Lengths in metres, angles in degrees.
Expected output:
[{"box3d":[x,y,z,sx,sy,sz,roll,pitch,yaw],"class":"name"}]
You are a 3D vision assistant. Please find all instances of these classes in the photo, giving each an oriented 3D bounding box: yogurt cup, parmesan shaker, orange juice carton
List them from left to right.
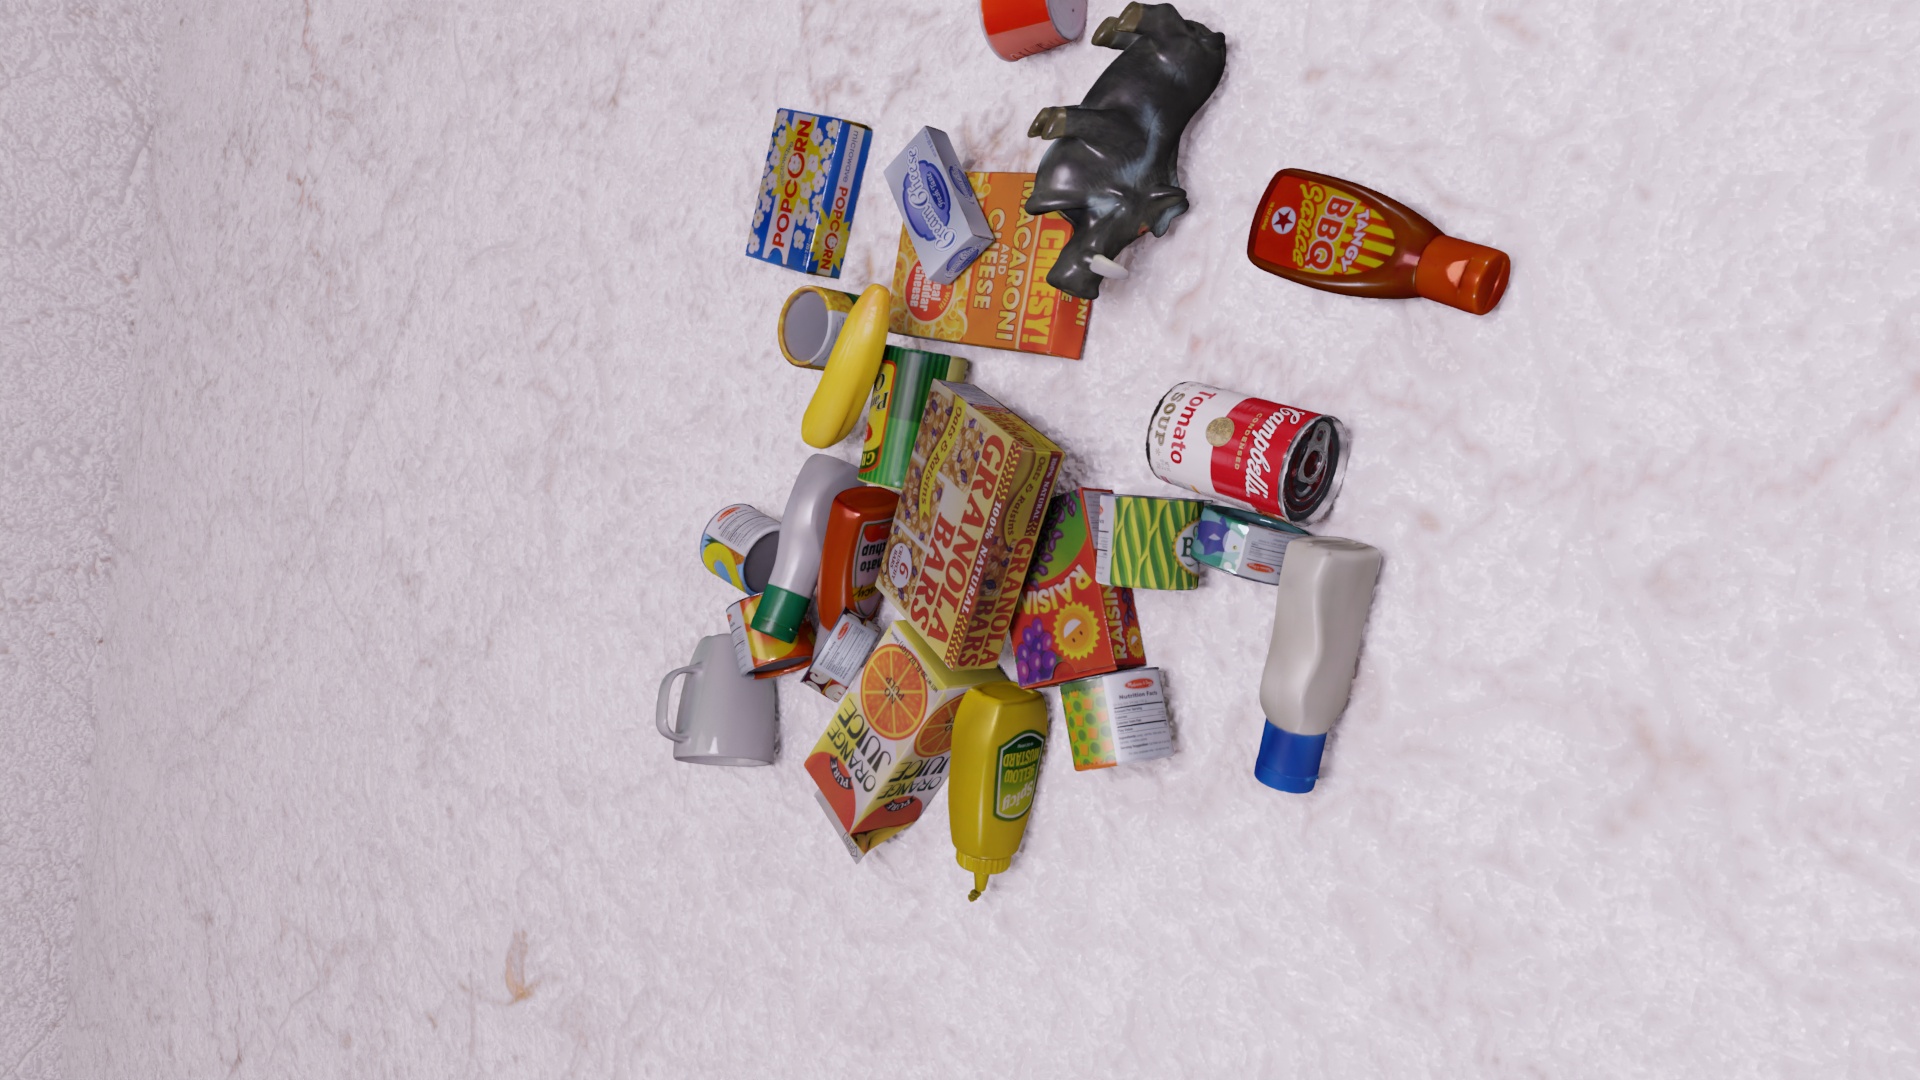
[{"box3d":[-0.051,0.151,1.032,0.072,0.073,0.191,49,120,32],"class":"orange juice carton"},{"box3d":[-0.036,-0.091,1.036,0.071,0.071,0.103,16,99,42],"class":"parmesan shaker"},{"box3d":[0.052,-0.372,0.967,0.054,0.072,0.072,4,91,35],"class":"yogurt cup"}]

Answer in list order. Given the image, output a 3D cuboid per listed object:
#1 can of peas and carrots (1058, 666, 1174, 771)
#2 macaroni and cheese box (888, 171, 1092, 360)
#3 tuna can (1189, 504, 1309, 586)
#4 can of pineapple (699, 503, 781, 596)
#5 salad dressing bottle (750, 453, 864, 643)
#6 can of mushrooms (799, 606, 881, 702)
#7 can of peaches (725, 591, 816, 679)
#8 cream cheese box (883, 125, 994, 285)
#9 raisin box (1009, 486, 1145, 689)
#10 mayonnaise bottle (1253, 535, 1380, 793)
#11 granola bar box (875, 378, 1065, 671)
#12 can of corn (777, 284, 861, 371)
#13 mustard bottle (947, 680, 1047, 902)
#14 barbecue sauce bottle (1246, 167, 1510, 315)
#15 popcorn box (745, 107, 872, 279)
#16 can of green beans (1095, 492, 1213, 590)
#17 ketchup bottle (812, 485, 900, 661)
[{"box3d":[0.100,0.116,0.900,0.071,0.071,0.059,-18,77,41],"class":"can of peas and carrots"},{"box3d":[0.024,-0.201,1.000,0.166,0.040,0.123,15,98,43],"class":"macaroni and cheese box"},{"box3d":[0.173,0.002,0.837,0.071,0.071,0.032,23,103,41],"class":"tuna can"},{"box3d":[-0.173,0.010,1.158,0.058,0.071,0.071,26,106,40],"class":"can of pineapple"},{"box3d":[-0.122,0.007,1.092,0.044,0.064,0.148,16,80,27],"class":"salad dressing bottle"},{"box3d":[-0.089,0.085,1.036,0.033,0.071,0.070,30,115,-3],"class":"can of mushrooms"},{"box3d":[-0.151,0.077,1.135,0.071,0.071,0.058,-28,70,39],"class":"can of peaches"},{"box3d":[-0.017,-0.240,0.995,0.053,0.024,0.104,-40,61,36],"class":"cream cheese box"},{"box3d":[0.072,0.034,0.946,0.086,0.040,0.123,-19,76,40],"class":"raisin box"},{"box3d":[0.203,0.072,0.810,0.041,0.065,0.147,21,106,44],"class":"mayonnaise bottle"},{"box3d":[0.003,-0.012,0.960,0.124,0.039,0.164,43,123,49],"class":"granola bar box"},{"box3d":[-0.105,-0.167,1.105,0.071,0.058,0.071,-2,87,43],"class":"can of corn"},{"box3d":[0.022,0.180,0.973,0.049,0.065,0.159,18,106,44],"class":"mustard bottle"},{"box3d":[0.239,-0.167,0.797,0.149,0.044,0.064,30,108,39],"class":"barbecue sauce bottle"},{"box3d":[-0.126,-0.286,1.144,0.085,0.038,0.126,24,104,40],"class":"popcorn box"},{"box3d":[0.120,0.000,0.884,0.071,0.071,0.057,5,93,43],"class":"can of green beans"},{"box3d":[-0.085,0.033,1.079,0.043,0.065,0.148,27,116,29],"class":"ketchup bottle"}]
